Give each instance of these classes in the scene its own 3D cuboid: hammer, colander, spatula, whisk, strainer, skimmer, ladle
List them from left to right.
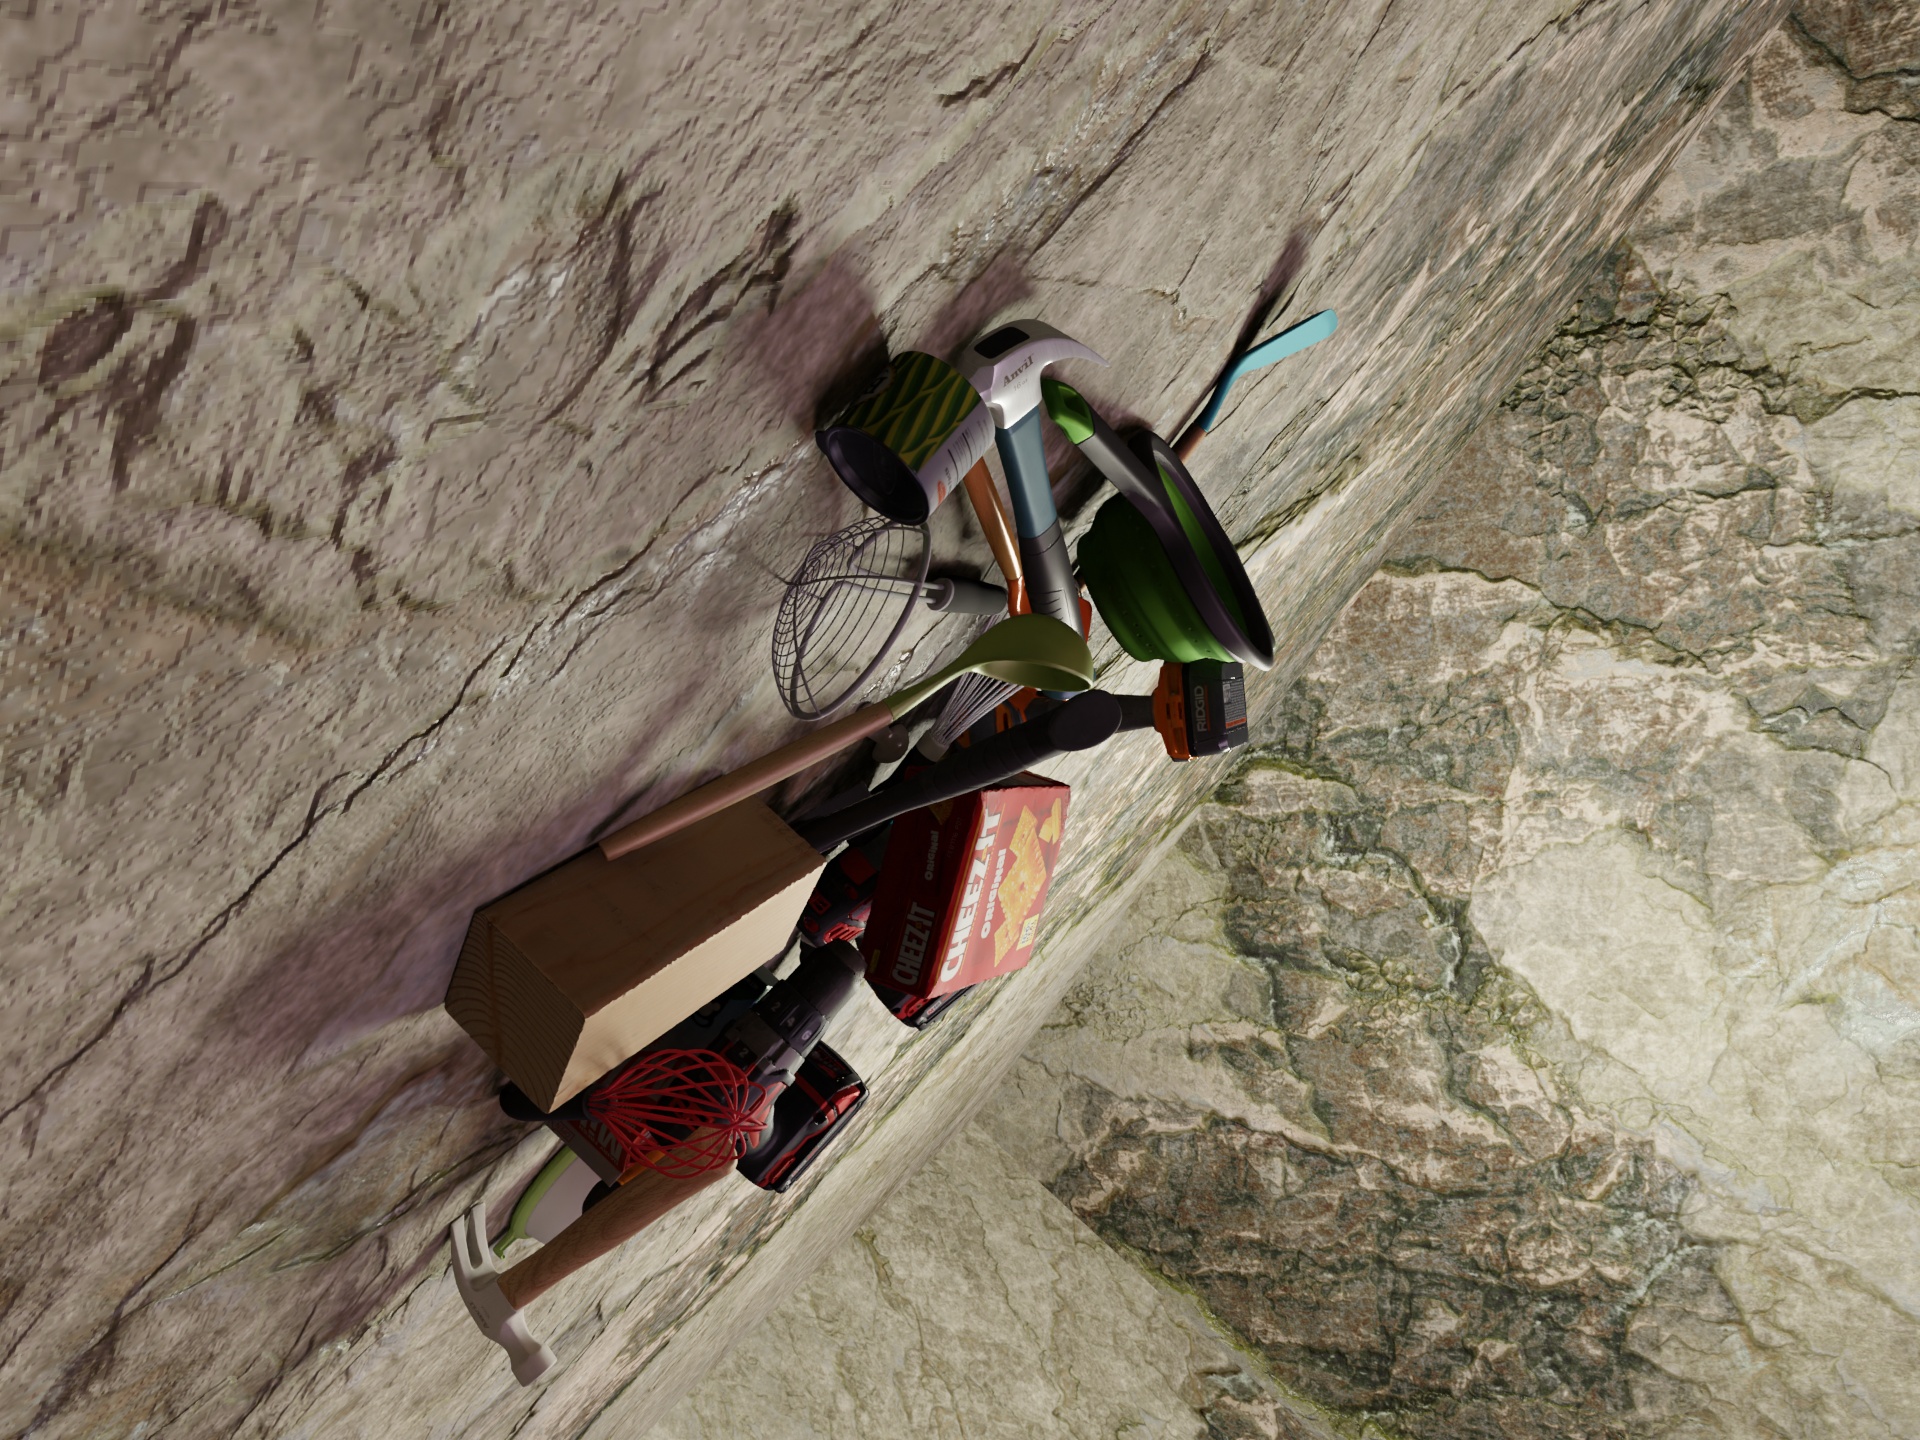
[{"bbox_3d":[-0.260,0.359,1.111,0.331,0.130,0.031,-41,174,35],"label":"hammer"},{"bbox_3d":[-0.209,0.231,0.956,0.296,0.073,0.073,-13,-160,49],"label":"whisk"},{"bbox_3d":[-0.264,0.349,1.303,0.256,0.069,0.151,-53,165,19],"label":"strainer"},{"bbox_3d":[-0.199,0.303,1.307,0.337,0.034,0.127,-46,153,-53],"label":"hammer"},{"bbox_3d":[-0.061,0.017,0.947,0.320,0.062,0.078,-27,-178,-18],"label":"ladle"},{"bbox_3d":[-0.023,0.044,1.026,0.335,0.035,0.146,-25,-178,45],"label":"hammer"},{"bbox_3d":[-0.014,-0.062,0.981,0.127,0.090,0.363,-53,165,14],"label":"skimmer"},{"bbox_3d":[-0.002,-0.005,1.246,0.284,0.070,0.070,-49,166,17],"label":"whisk"},{"bbox_3d":[0.039,-0.109,1.047,0.322,0.041,0.081,60,43,-65],"label":"spatula"},{"bbox_3d":[0.048,-0.113,0.987,0.128,0.033,0.330,-42,149,-16],"label":"hammer"},{"bbox_3d":[0.116,-0.133,1.150,0.094,0.205,0.396,-27,154,19],"label":"colander"},{"bbox_3d":[0.188,-0.213,1.302,0.317,0.044,0.082,-52,168,11],"label":"spatula"}]

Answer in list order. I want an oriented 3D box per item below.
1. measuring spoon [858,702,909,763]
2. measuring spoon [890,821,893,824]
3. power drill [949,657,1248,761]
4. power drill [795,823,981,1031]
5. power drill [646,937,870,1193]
[{"bbox_3d":[-0.057,0.010,1.179,0.034,0.018,0.124,-49,165,-5],"label":"measuring spoon"},{"bbox_3d":[-0.052,0.097,1.400,0.042,0.021,0.128,-55,164,19],"label":"measuring spoon"},{"bbox_3d":[0.122,-0.006,1.340,0.164,0.226,0.084,-9,94,-70],"label":"power drill"},{"bbox_3d":[-0.048,0.169,1.371,0.143,0.079,0.219,-40,143,-6],"label":"power drill"},{"bbox_3d":[-0.130,0.259,1.184,0.188,0.080,0.226,-47,161,-13],"label":"power drill"}]
